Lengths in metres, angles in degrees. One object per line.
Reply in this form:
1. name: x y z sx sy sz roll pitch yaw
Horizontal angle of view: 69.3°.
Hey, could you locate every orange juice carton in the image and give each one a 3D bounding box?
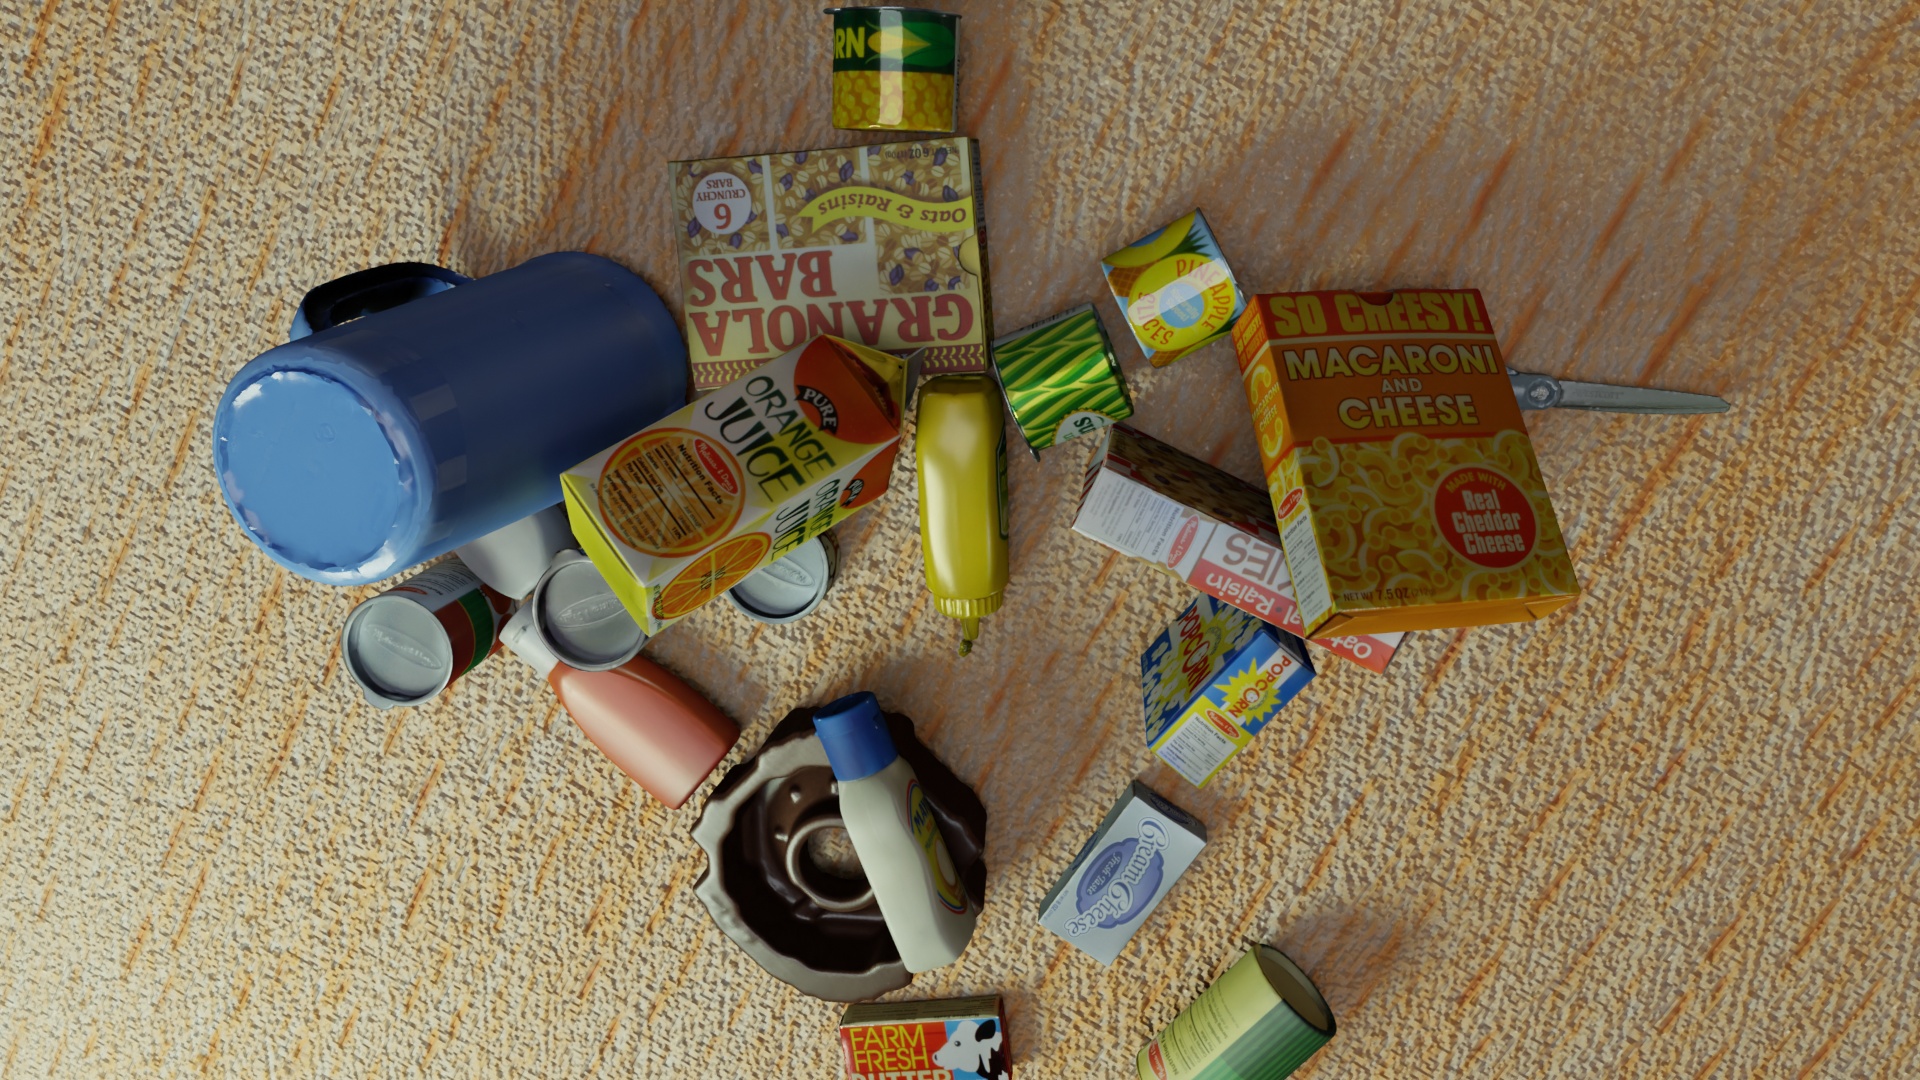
1. orange juice carton: -0.098 -0.039 0.707 0.193 0.071 0.073 -33 76 -22

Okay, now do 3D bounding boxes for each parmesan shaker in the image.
1. parmesan shaker: 0.163 0.298 0.817 0.071 0.071 0.103 41 105 -4

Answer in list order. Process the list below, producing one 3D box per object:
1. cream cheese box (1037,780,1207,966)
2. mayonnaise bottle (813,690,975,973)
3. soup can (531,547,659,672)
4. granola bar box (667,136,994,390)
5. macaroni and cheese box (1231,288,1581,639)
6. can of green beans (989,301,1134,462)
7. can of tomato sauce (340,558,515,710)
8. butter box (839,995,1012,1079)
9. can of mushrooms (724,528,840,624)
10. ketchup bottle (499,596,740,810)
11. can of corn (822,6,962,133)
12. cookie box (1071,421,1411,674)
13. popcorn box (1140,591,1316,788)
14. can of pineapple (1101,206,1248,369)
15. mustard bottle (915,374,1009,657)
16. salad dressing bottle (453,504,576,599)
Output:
1. cream cheese box: 0.096 0.198 0.826 0.053 0.024 0.103 33 106 -3
2. mayonnaise bottle: -0.036 0.156 0.756 0.041 0.065 0.148 -19 99 13
3. soup can: -0.197 0.028 0.793 0.071 0.084 0.071 2 104 7
4. granola bar box: -0.069 -0.150 0.756 0.165 0.039 0.124 -3 104 9
5. macaroni and cheese box: 0.209 -0.041 0.664 0.124 0.040 0.167 -4 67 -13
6. can of green beans: 0.055 -0.087 0.741 0.058 0.071 0.071 -20 100 12
7. can of tomato sauce: -0.310 0.054 0.815 0.071 0.083 0.071 2 104 7
8. butter box: -0.021 0.317 0.871 0.103 0.024 0.053 -7 102 9
9. can of mushrooms: -0.103 0.010 0.802 0.071 0.033 0.071 2 104 8
10. ketchup bottle: -0.207 0.092 0.831 0.149 0.044 0.064 40 105 -3
11. can of corn: -0.036 -0.241 0.714 0.071 0.071 0.058 4 105 7
12. cookie box: 0.145 -0.002 0.719 0.167 0.123 0.040 25 107 1
13. popcorn box: 0.138 0.066 0.736 0.038 0.127 0.085 39 106 -6
14. can of pineapple: 0.113 -0.130 0.720 0.058 0.071 0.071 -27 99 14
15. mustard bottle: 0.003 -0.010 0.771 0.049 0.065 0.159 0 110 7
16. salad dressing bottle: -0.290 -0.034 0.812 0.064 0.044 0.147 -38 95 20
